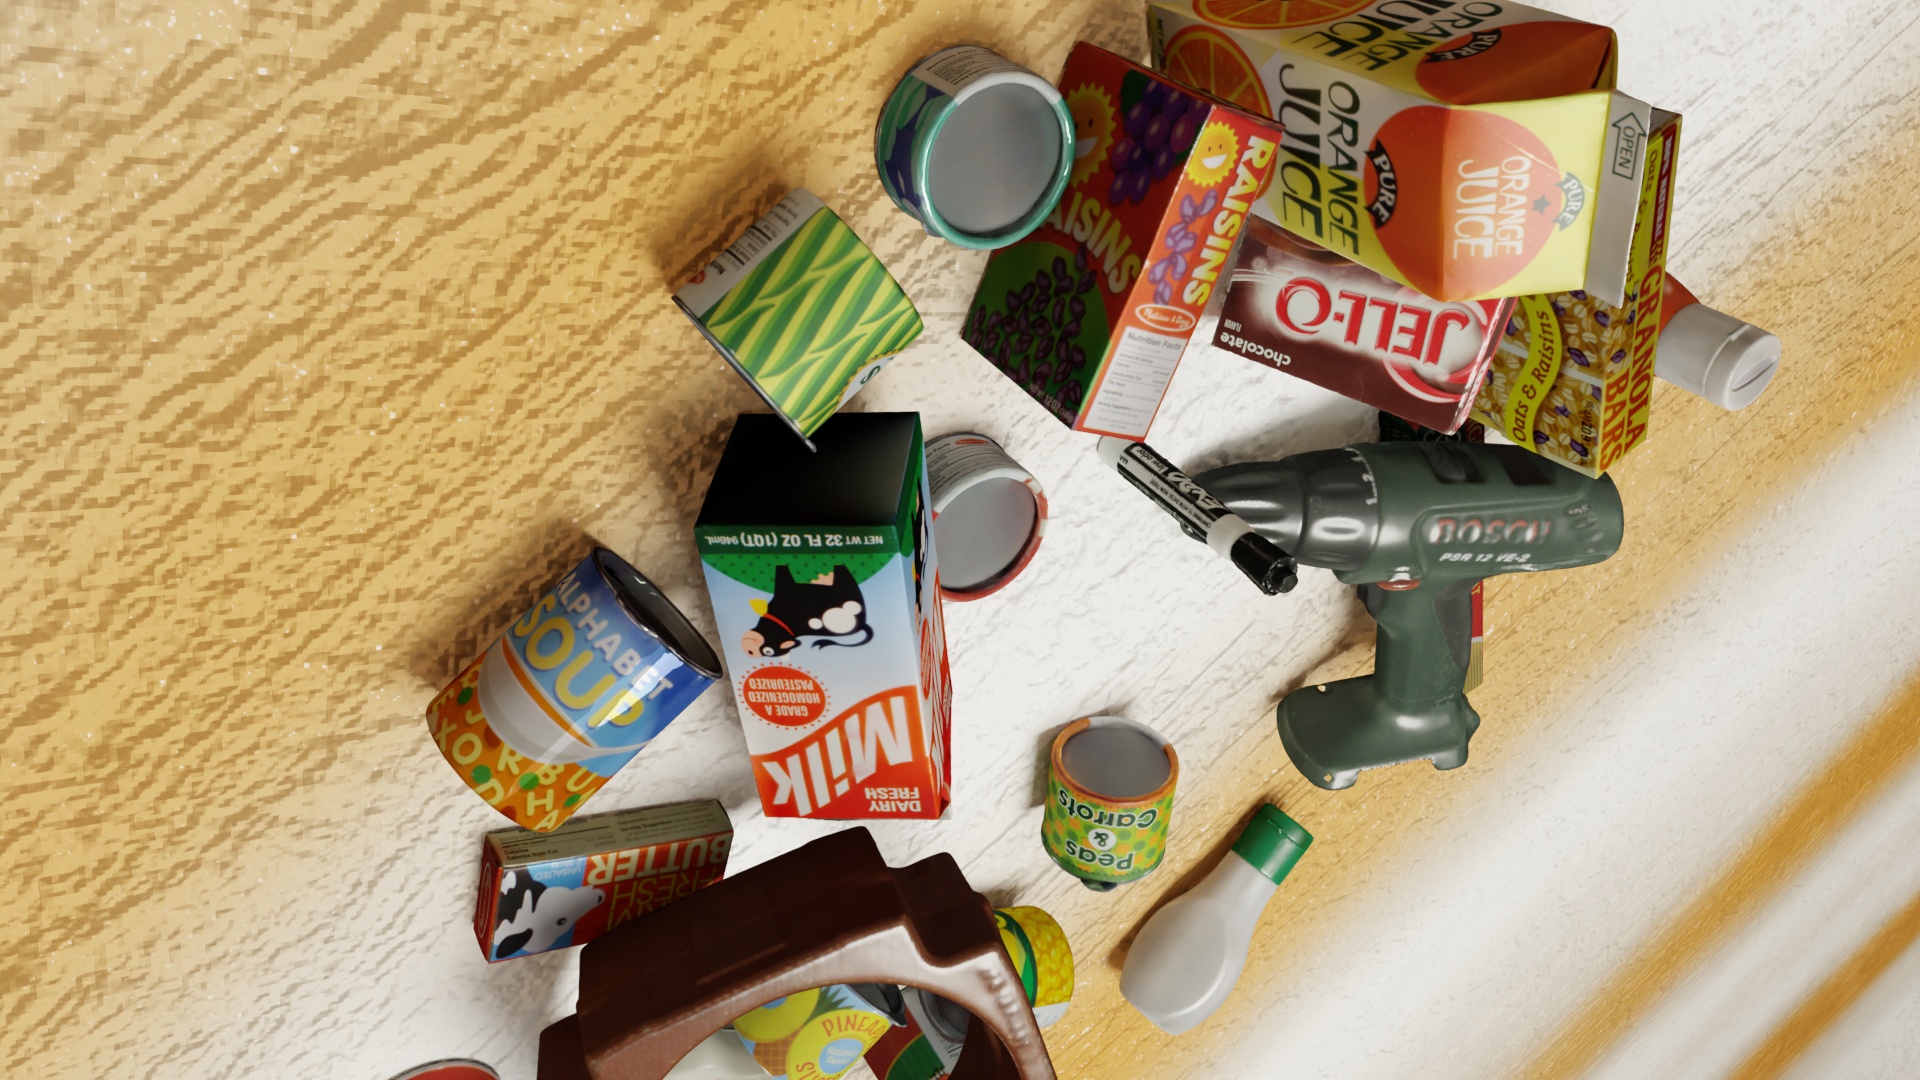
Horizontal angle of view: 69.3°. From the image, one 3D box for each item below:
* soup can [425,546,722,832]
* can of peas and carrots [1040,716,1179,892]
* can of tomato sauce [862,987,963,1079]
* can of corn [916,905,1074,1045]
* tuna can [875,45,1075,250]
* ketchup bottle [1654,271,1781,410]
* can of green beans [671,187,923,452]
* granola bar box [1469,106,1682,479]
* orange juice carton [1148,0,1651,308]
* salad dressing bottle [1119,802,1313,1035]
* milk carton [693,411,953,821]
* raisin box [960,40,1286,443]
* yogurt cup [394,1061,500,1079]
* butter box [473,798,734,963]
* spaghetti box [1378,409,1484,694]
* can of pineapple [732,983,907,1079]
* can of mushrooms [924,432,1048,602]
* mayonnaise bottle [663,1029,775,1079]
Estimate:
[{"bbox_3d":[-0.140,0.054,0.502,0.084,0.071,0.071,-43,135,-2],"label":"soup can"},{"bbox_3d":[0.076,0.134,0.714,0.071,0.071,0.058,-15,127,-27],"label":"can of peas and carrots"},{"bbox_3d":[-0.007,0.295,0.758,0.071,0.083,0.070,-18,129,-24],"label":"can of tomato sauce"},{"bbox_3d":[0.018,0.229,0.745,0.058,0.071,0.071,6,117,-39],"label":"can of corn"},{"bbox_3d":[0.006,-0.137,0.498,0.071,0.033,0.070,-18,129,-24],"label":"tuna can"},{"bbox_3d":[0.304,-0.108,0.650,0.065,0.149,0.043,-31,132,-14],"label":"ketchup bottle"},{"bbox_3d":[-0.055,-0.077,0.474,0.058,0.071,0.071,-43,135,-3],"label":"can of green beans"},{"bbox_3d":[0.243,-0.120,0.614,0.039,0.124,0.164,-35,134,-17],"label":"granola bar box"},{"bbox_3d":[0.154,-0.145,0.485,0.073,0.193,0.071,-28,132,-18],"label":"orange juice carton"},{"bbox_3d":[0.158,0.230,0.850,0.148,0.064,0.044,-51,143,-4],"label":"salad dressing bottle"},{"bbox_3d":[-0.045,0.047,0.546,0.072,0.074,0.189,0,128,6],"label":"milk carton"},{"bbox_3d":[0.056,-0.111,0.515,0.040,0.086,0.123,6,117,-36],"label":"raisin box"},{"bbox_3d":[-0.227,0.271,0.605,0.072,0.054,0.072,-18,128,-25],"label":"yogurt cup"},{"bbox_3d":[-0.150,0.143,0.591,0.104,0.024,0.053,-3,122,-34],"label":"butter box"},{"bbox_3d":[0.272,0.010,0.795,0.050,0.029,0.248,-31,134,-13],"label":"spaghetti box"},{"bbox_3d":[-0.069,0.227,0.676,0.058,0.071,0.071,-46,135,2],"label":"can of pineapple"},{"bbox_3d":[0.002,-0.007,0.587,0.071,0.033,0.070,-19,129,-25],"label":"can of mushrooms"},{"bbox_3d":[-0.131,0.266,0.678,0.148,0.041,0.064,27,104,-44],"label":"mayonnaise bottle"}]
